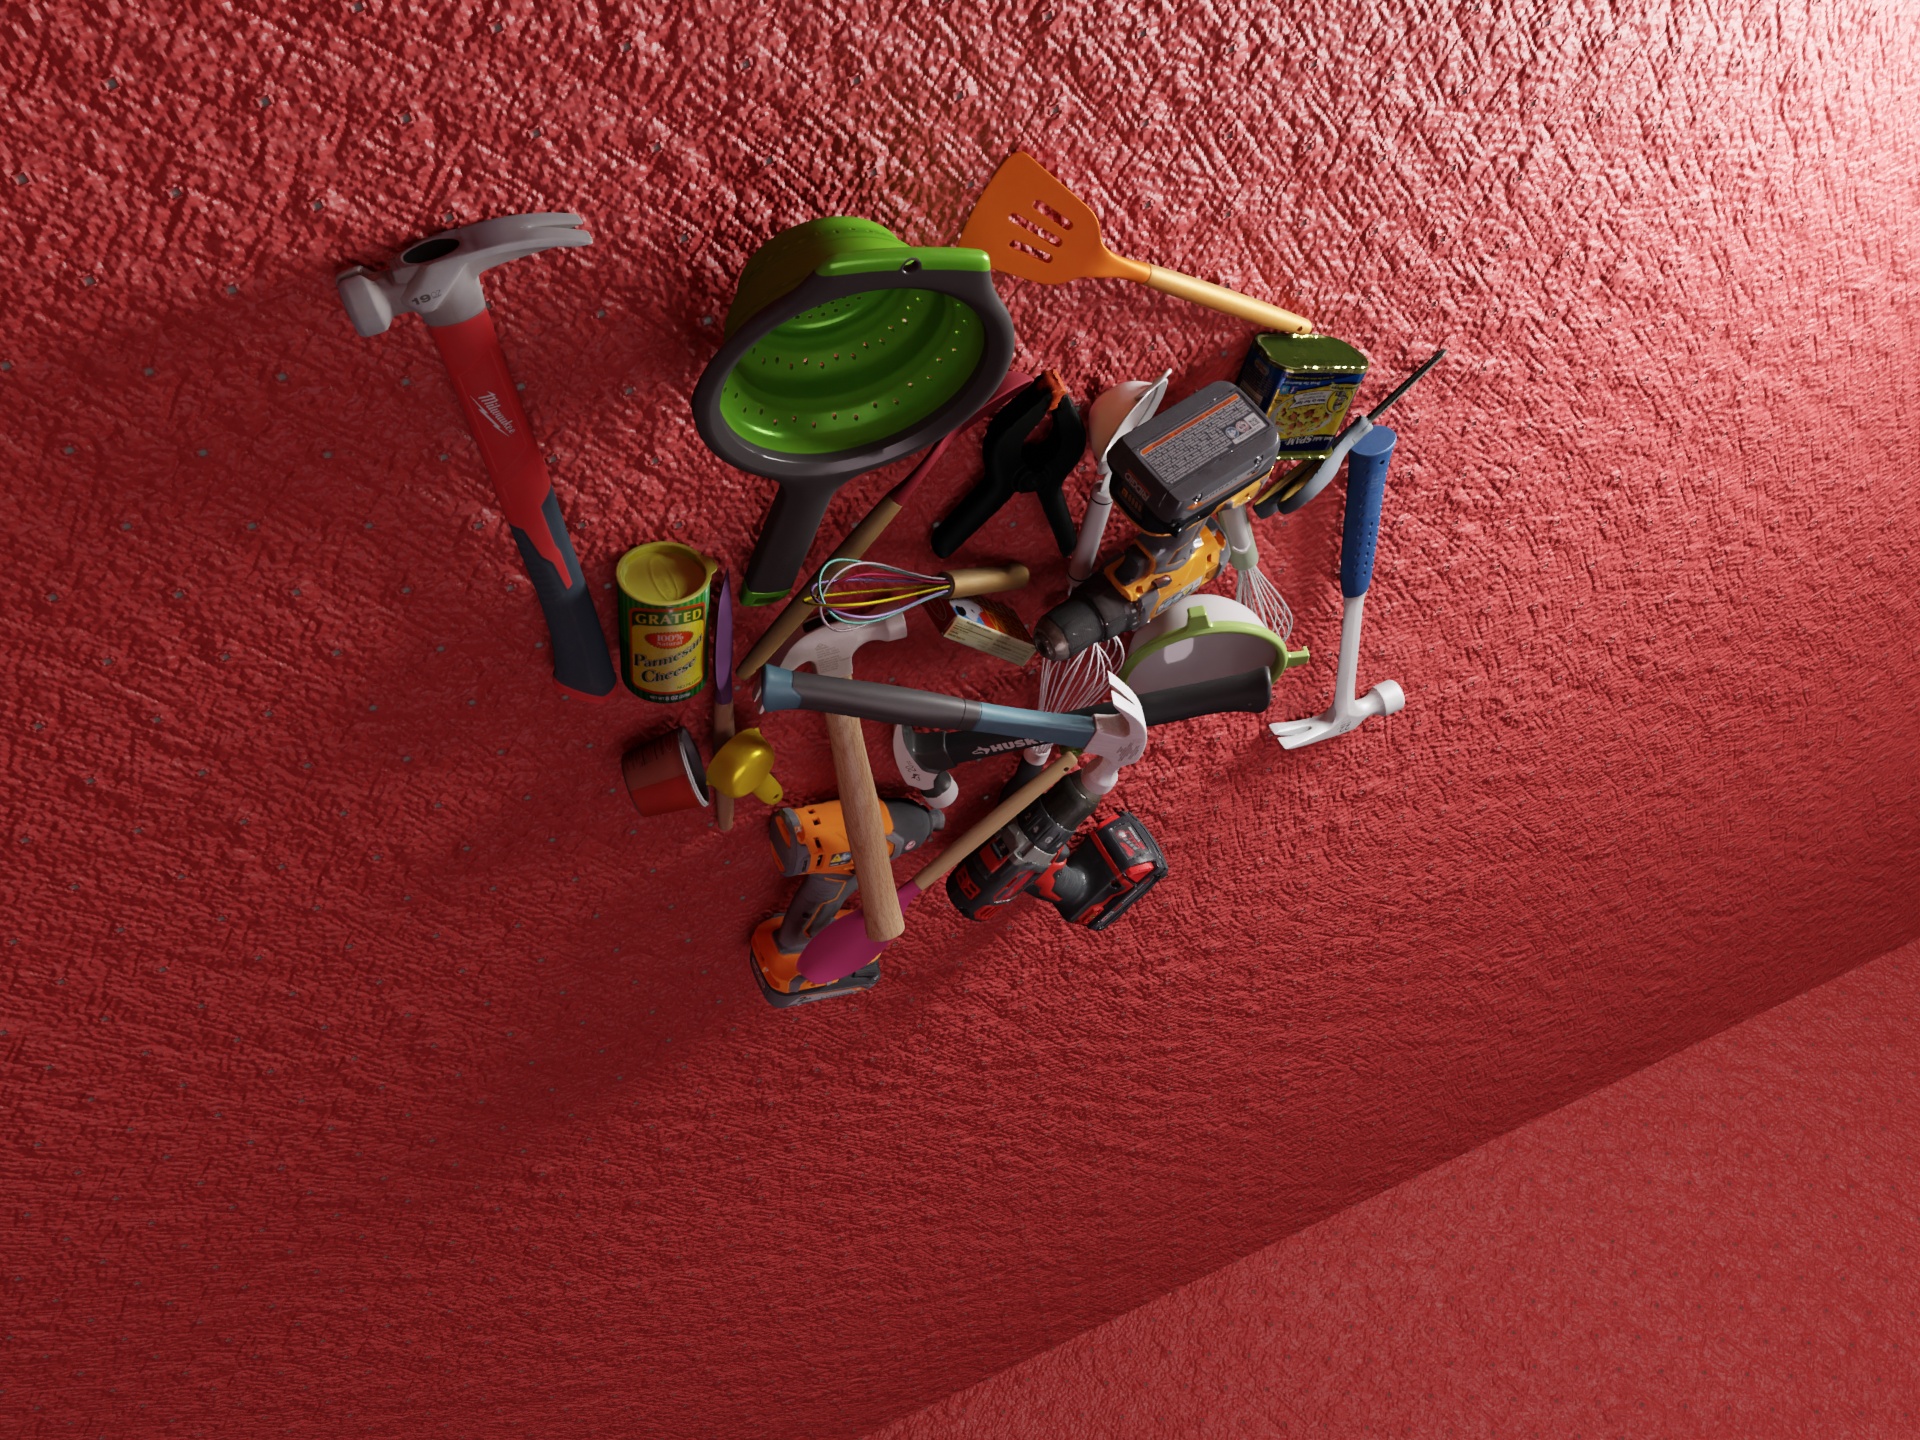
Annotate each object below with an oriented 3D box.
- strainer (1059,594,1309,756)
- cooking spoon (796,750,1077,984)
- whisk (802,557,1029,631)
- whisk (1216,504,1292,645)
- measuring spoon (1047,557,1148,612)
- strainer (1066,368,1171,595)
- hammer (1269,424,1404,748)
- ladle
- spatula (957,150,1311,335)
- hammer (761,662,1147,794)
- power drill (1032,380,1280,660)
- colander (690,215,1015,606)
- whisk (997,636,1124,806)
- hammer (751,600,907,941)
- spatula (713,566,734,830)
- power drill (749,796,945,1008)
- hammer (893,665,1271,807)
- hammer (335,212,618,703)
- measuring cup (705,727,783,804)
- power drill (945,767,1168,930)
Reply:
[{"bbox_3d":[0.176,-0.044,1.442,0.151,0.069,0.256,16,144,-36],"label":"strainer"},{"bbox_3d":[-0.020,0.133,1.449,0.319,0.017,0.068,-39,129,2],"label":"cooking spoon"},{"bbox_3d":[-0.029,-0.103,1.213,0.047,0.051,0.245,-27,171,39],"label":"whisk"},{"bbox_3d":[0.250,-0.134,1.391,0.058,0.059,0.246,-22,139,5],"label":"whisk"},{"bbox_3d":[0.126,-0.113,1.355,0.117,0.011,0.021,-28,168,-8],"label":"measuring spoon"},{"bbox_3d":[0.111,-0.185,1.247,0.087,0.050,0.258,-46,161,-34],"label":"strainer"},{"bbox_3d":[0.366,-0.113,1.499,0.144,0.035,0.405,-23,143,-8],"label":"hammer"},{"bbox_3d":[-0.064,-0.143,1.168,0.315,0.031,0.069,-46,178,17],"label":"ladle"},{"bbox_3d":[0.142,-0.317,1.128,0.322,0.041,0.081,4,132,-41],"label":"spatula"},{"bbox_3d":[-0.002,-0.004,1.277,0.331,0.033,0.128,8,141,-19],"label":"hammer"},{"bbox_3d":[0.144,-0.141,1.235,0.185,0.084,0.226,-33,161,-19],"label":"power drill"},{"bbox_3d":[-0.102,-0.208,1.060,0.204,0.095,0.397,-9,157,-25],"label":"colander"},{"bbox_3d":[0.078,0.007,1.446,0.070,0.070,0.284,-8,144,-25],"label":"whisk"},{"bbox_3d":[-0.090,0.057,1.340,0.130,0.031,0.331,-15,124,-10],"label":"hammer"},{"bbox_3d":[-0.189,-0.001,1.267,0.018,0.060,0.315,7,143,-3],"label":"spatula"},{"bbox_3d":[-0.107,0.161,1.485,0.164,0.084,0.226,-8,135,-27],"label":"power drill"},{"bbox_3d":[0.100,-0.001,1.361,0.335,0.035,0.146,-11,143,16],"label":"hammer"},{"bbox_3d":[-0.270,-0.150,1.047,0.143,0.038,0.385,-22,143,-12],"label":"hammer"},{"bbox_3d":[-0.166,0.052,1.327,0.062,0.029,0.156,-48,160,-7],"label":"measuring cup"},{"bbox_3d":[0.111,0.126,1.558,0.188,0.080,0.226,-46,147,22],"label":"power drill"}]
